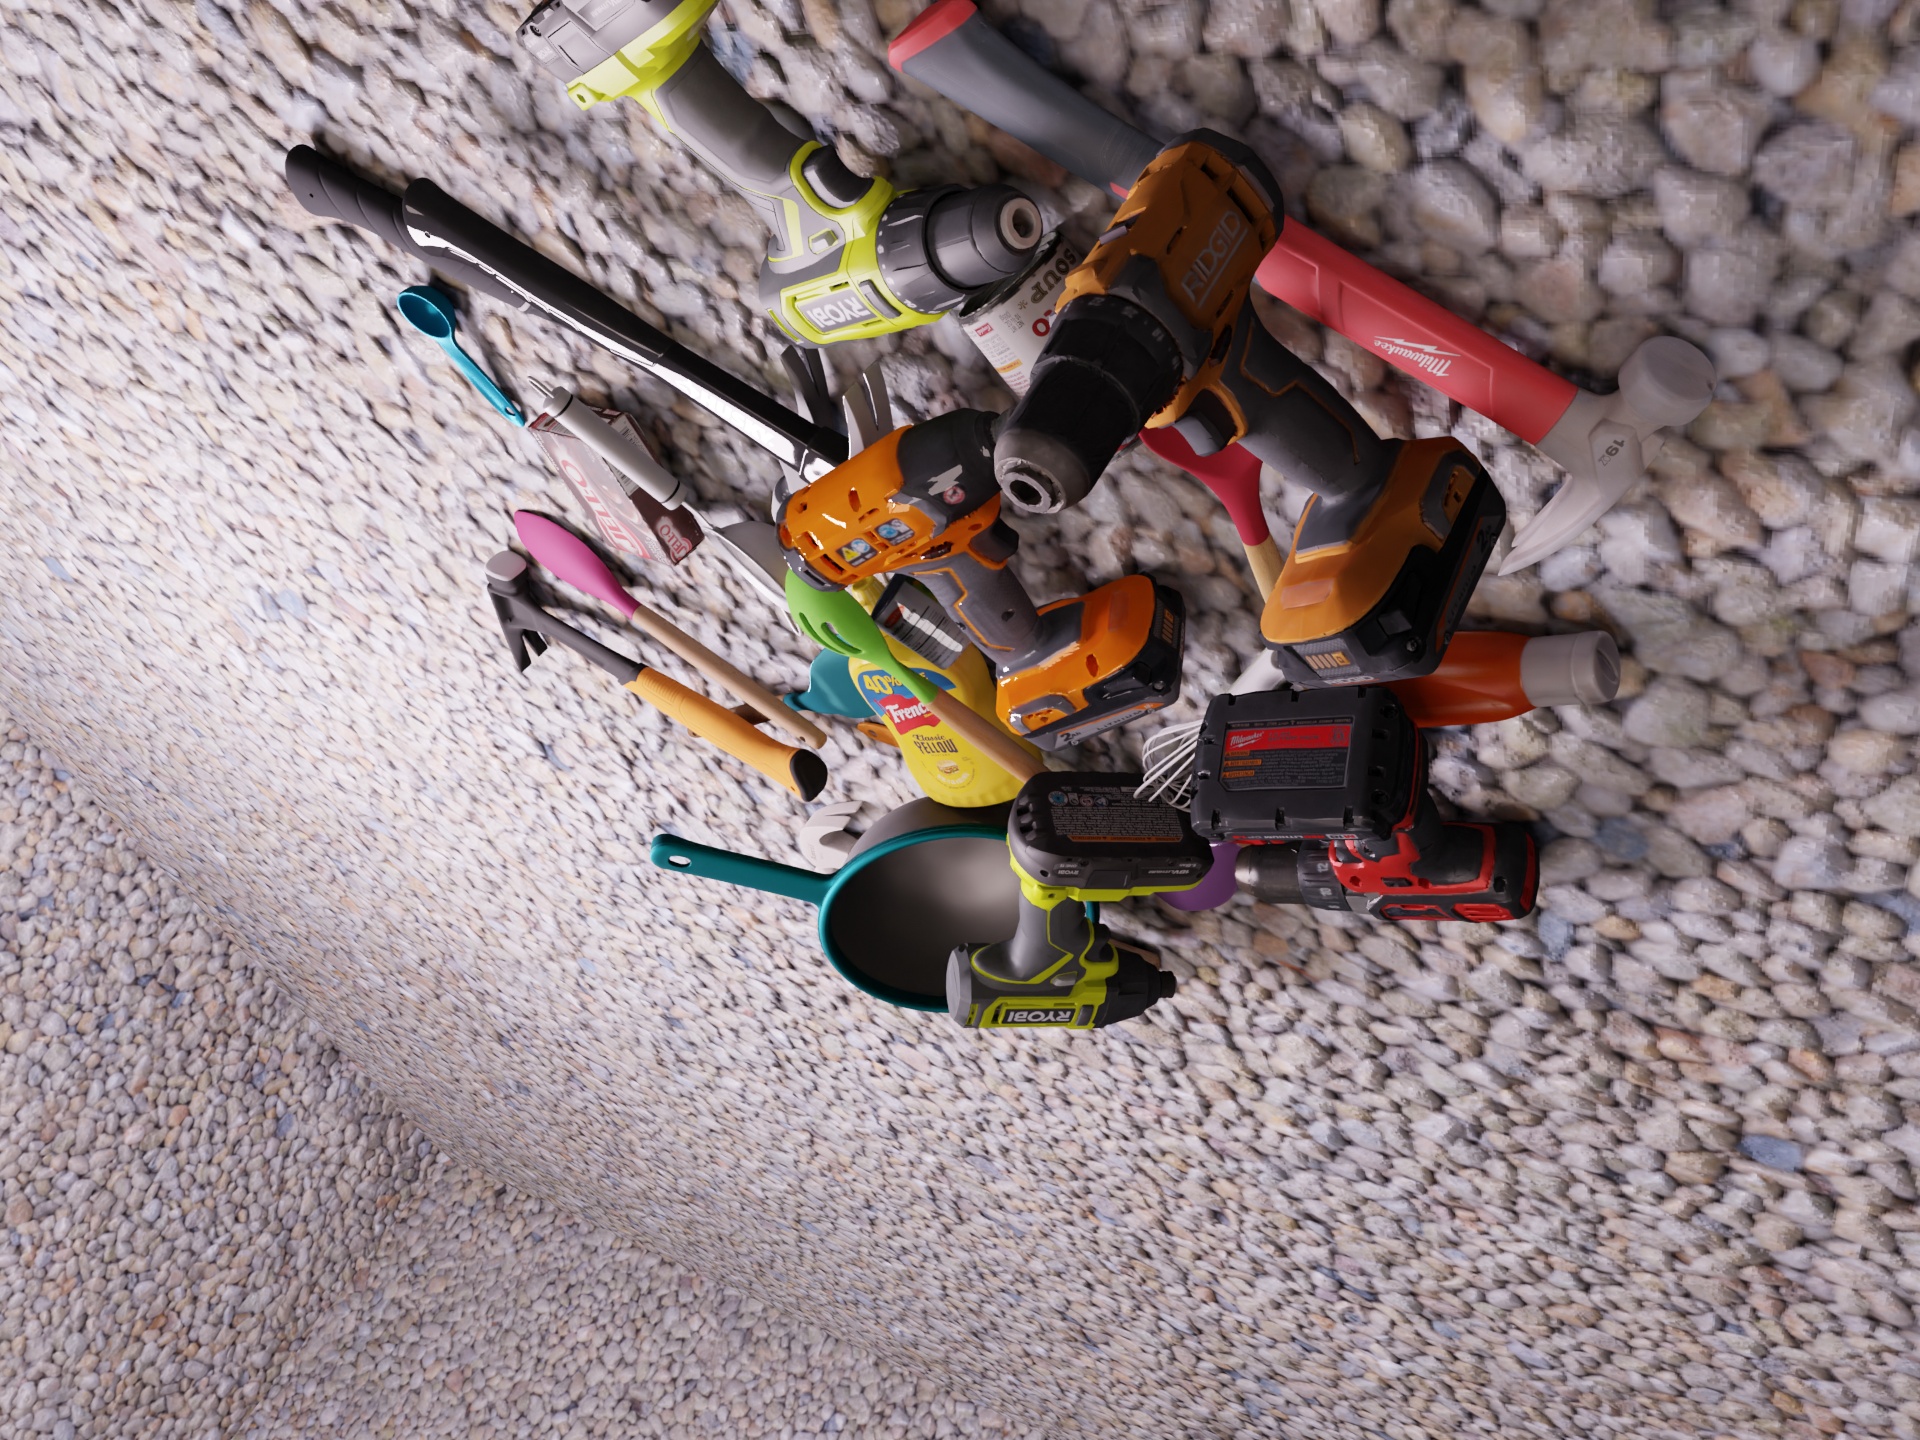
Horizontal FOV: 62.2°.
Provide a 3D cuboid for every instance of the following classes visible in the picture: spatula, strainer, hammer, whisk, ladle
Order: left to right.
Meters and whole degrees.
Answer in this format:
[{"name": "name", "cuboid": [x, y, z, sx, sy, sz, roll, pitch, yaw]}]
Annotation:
[{"name": "hammer", "cuboid": [-0.256, -0.263, 1.007, 0.409, 0.036, 0.149, 29, 147, 8]}, {"name": "hammer", "cuboid": [-0.185, -0.223, 0.935, 0.335, 0.035, 0.146, 33, 147, 4]}, {"name": "hammer", "cuboid": [-0.247, -0.021, 1.289, 0.337, 0.034, 0.127, 29, 148, 20]}, {"name": "strainer", "cuboid": [-0.182, -0.146, 1.052, 0.258, 0.050, 0.087, 39, 174, -34]}, {"name": "spatula", "cuboid": [-0.137, -0.017, 1.244, 0.082, 0.044, 0.317, 46, 151, -20]}, {"name": "strainer", "cuboid": [-0.062, 0.109, 1.200, 0.340, 0.095, 0.211, 15, 130, -15]}, {"name": "hammer", "cuboid": [0.010, 0.150, 1.328, 0.331, 0.031, 0.129, 19, 146, 22]}, {"name": "whisk", "cuboid": [0.157, 0.002, 0.952, 0.058, 0.059, 0.246, 60, 160, 13]}, {"name": "hammer", "cuboid": [0.135, -0.207, 0.731, 0.386, 0.038, 0.143, 32, 150, 3]}, {"name": "spatula", "cuboid": [0.203, 0.071, 1.061, 0.060, 0.018, 0.315, 38, 149, -1]}, {"name": "ladle", "cuboid": [0.166, -0.081, 0.848, 0.069, 0.031, 0.315, -12, 140, 20]}]

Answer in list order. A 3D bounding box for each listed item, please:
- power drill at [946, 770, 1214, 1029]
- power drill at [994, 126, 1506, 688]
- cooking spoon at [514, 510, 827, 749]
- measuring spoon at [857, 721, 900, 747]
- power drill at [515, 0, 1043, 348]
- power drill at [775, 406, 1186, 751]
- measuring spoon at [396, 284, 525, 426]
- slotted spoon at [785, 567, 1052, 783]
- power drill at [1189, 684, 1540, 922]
[{"name": "power drill", "cuboid": [0.092, 0.139, 1.124, 0.171, 0.080, 0.223, 2, 136, -12]}, {"name": "power drill", "cuboid": [0.121, -0.107, 0.671, 0.226, 0.185, 0.084, 44, 152, -24]}, {"name": "cooking spoon", "cuboid": [-0.229, -0.069, 1.225, 0.319, 0.017, 0.068, 34, 149, 15]}, {"name": "measuring spoon", "cuboid": [-0.030, 0.023, 1.211, 0.117, 0.011, 0.021, 18, 145, 23]}, {"name": "power drill", "cuboid": [-0.079, -0.277, 0.754, 0.228, 0.080, 0.191, 43, 158, -31]}, {"name": "power drill", "cuboid": [0.029, -0.083, 0.895, 0.164, 0.084, 0.226, -25, 132, 38]}, {"name": "measuring spoon", "cuboid": [-0.343, -0.257, 1.115, 0.042, 0.021, 0.128, 7, 148, 35]}, {"name": "slotted spoon", "cuboid": [-0.002, -0.003, 1.039, 0.313, 0.031, 0.070, 37, 161, -35]}, {"name": "power drill", "cuboid": [0.214, 0.062, 0.926, 0.188, 0.080, 0.226, -4, 155, 36]}]
